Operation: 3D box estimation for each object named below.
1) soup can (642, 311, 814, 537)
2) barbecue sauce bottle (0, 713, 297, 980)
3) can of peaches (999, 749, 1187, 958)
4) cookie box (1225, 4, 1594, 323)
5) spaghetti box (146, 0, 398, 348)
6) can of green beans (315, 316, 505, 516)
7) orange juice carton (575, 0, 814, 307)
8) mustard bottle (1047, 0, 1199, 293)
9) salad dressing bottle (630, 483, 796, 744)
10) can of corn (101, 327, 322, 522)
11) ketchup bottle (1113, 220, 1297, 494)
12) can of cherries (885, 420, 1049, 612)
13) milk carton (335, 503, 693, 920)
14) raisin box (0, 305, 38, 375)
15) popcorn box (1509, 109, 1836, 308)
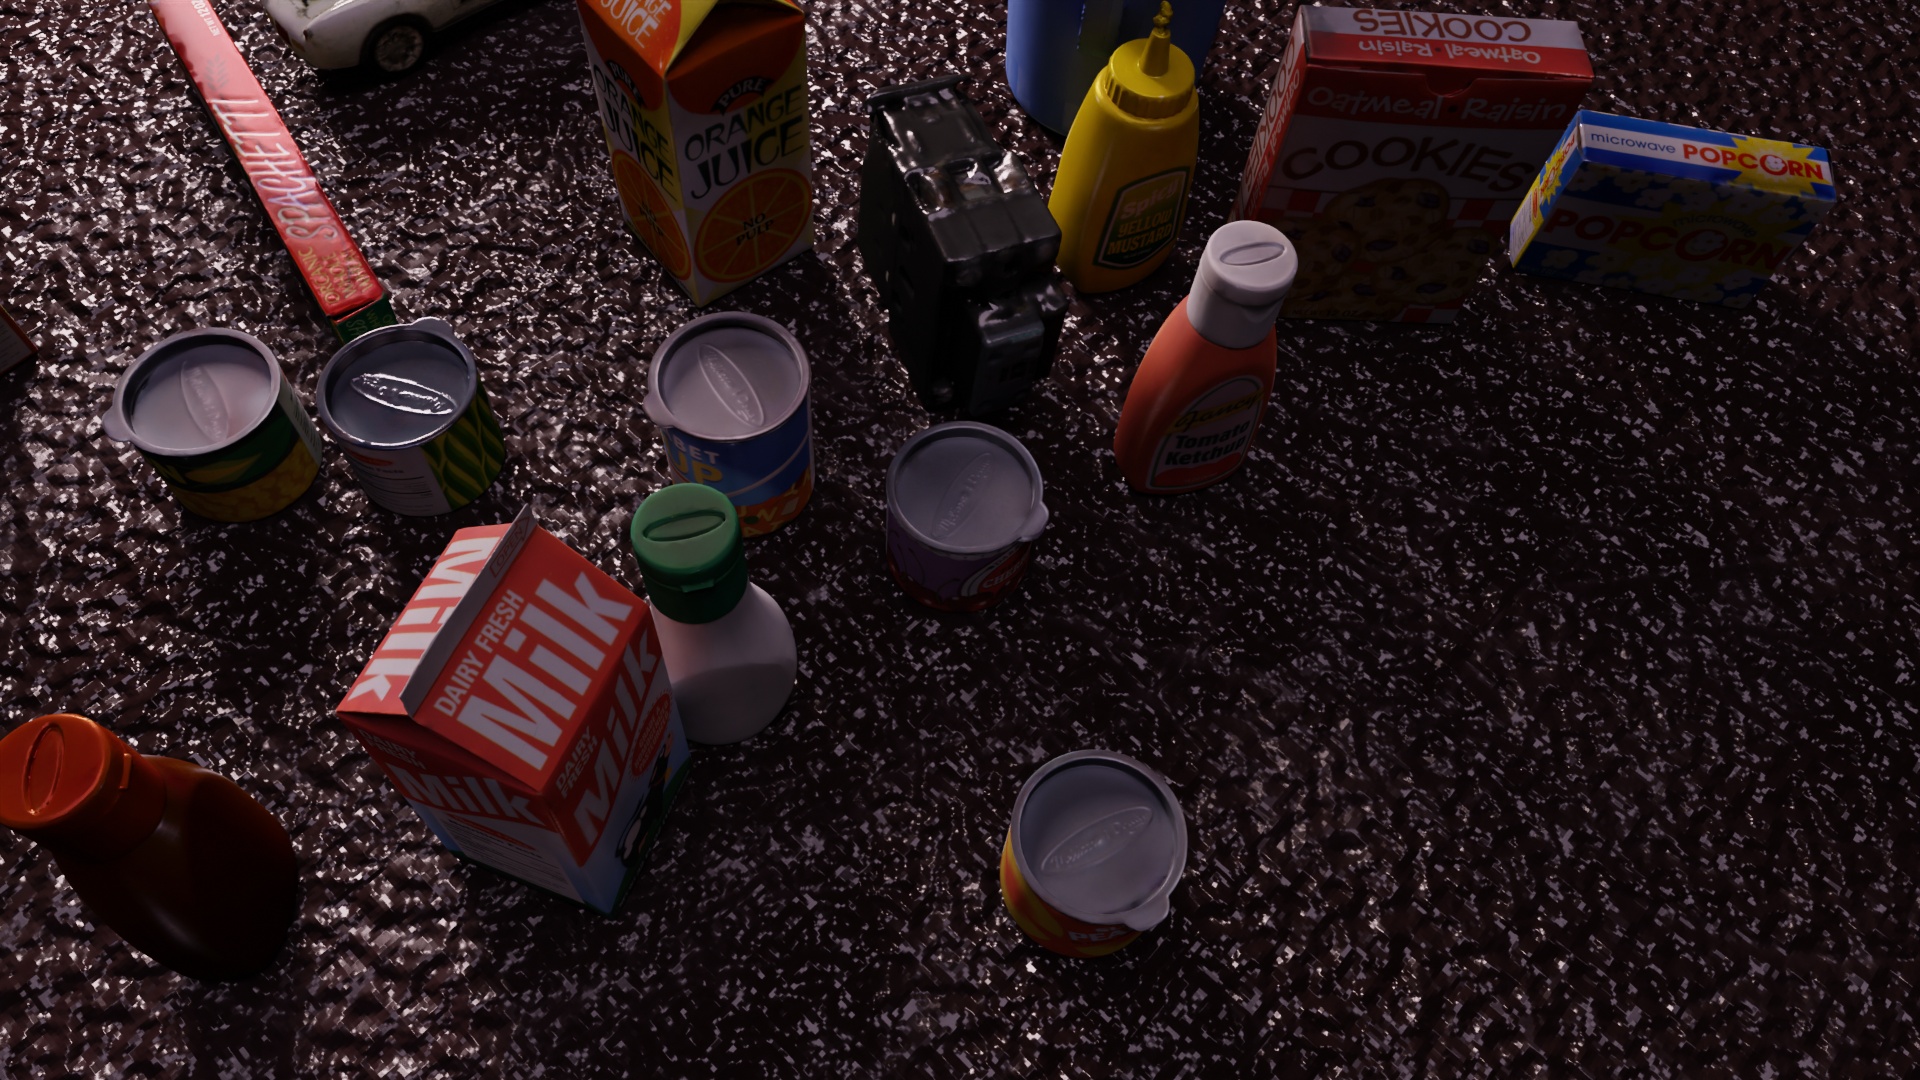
[{"bbox_3d":[-0.100,-0.048,0.608,0.071,0.083,0.071,2,60,-3],"label":"soup can"},{"bbox_3d":[-0.273,0.103,0.471,0.044,0.147,0.065,-5,61,-7],"label":"barbecue sauce bottle"},{"bbox_3d":[0.051,0.124,0.535,0.071,0.057,0.071,2,60,-3],"label":"can of peaches"},{"bbox_3d":[0.198,-0.168,0.651,0.123,0.166,0.040,2,61,-3],"label":"cookie box"},{"bbox_3d":[-0.338,-0.182,0.686,0.029,0.050,0.250,-29,66,-19],"label":"spaghetti box"},{"bbox_3d":[-0.241,-0.052,0.615,0.071,0.057,0.071,2,60,-3],"label":"can of green beans"},{"bbox_3d":[-0.118,-0.203,0.633,0.073,0.191,0.072,-34,68,-20],"label":"orange juice carton"},{"bbox_3d":[0.080,-0.184,0.655,0.065,0.159,0.049,-22,65,-16],"label":"mustard bottle"},{"bbox_3d":[-0.096,0.031,0.526,0.064,0.147,0.044,-12,62,-11],"label":"salad dressing bottle"},{"bbox_3d":[-0.324,-0.048,0.606,0.071,0.058,0.071,2,60,-3],"label":"can of corn"},{"bbox_3d":[0.108,-0.076,0.602,0.065,0.148,0.044,-14,63,-12],"label":"ketchup bottle"},{"bbox_3d":[0.002,-0.008,0.607,0.071,0.058,0.072,2,60,-3],"label":"can of cherries"},{"bbox_3d":[-0.149,0.062,0.480,0.073,0.189,0.073,20,61,7],"label":"milk carton"},{"bbox_3d":[-0.473,-0.132,0.605,0.086,0.122,0.040,40,65,17],"label":"raisin box"},{"bbox_3d":[0.359,-0.168,0.710,0.127,0.084,0.038,10,60,1],"label":"popcorn box"}]
